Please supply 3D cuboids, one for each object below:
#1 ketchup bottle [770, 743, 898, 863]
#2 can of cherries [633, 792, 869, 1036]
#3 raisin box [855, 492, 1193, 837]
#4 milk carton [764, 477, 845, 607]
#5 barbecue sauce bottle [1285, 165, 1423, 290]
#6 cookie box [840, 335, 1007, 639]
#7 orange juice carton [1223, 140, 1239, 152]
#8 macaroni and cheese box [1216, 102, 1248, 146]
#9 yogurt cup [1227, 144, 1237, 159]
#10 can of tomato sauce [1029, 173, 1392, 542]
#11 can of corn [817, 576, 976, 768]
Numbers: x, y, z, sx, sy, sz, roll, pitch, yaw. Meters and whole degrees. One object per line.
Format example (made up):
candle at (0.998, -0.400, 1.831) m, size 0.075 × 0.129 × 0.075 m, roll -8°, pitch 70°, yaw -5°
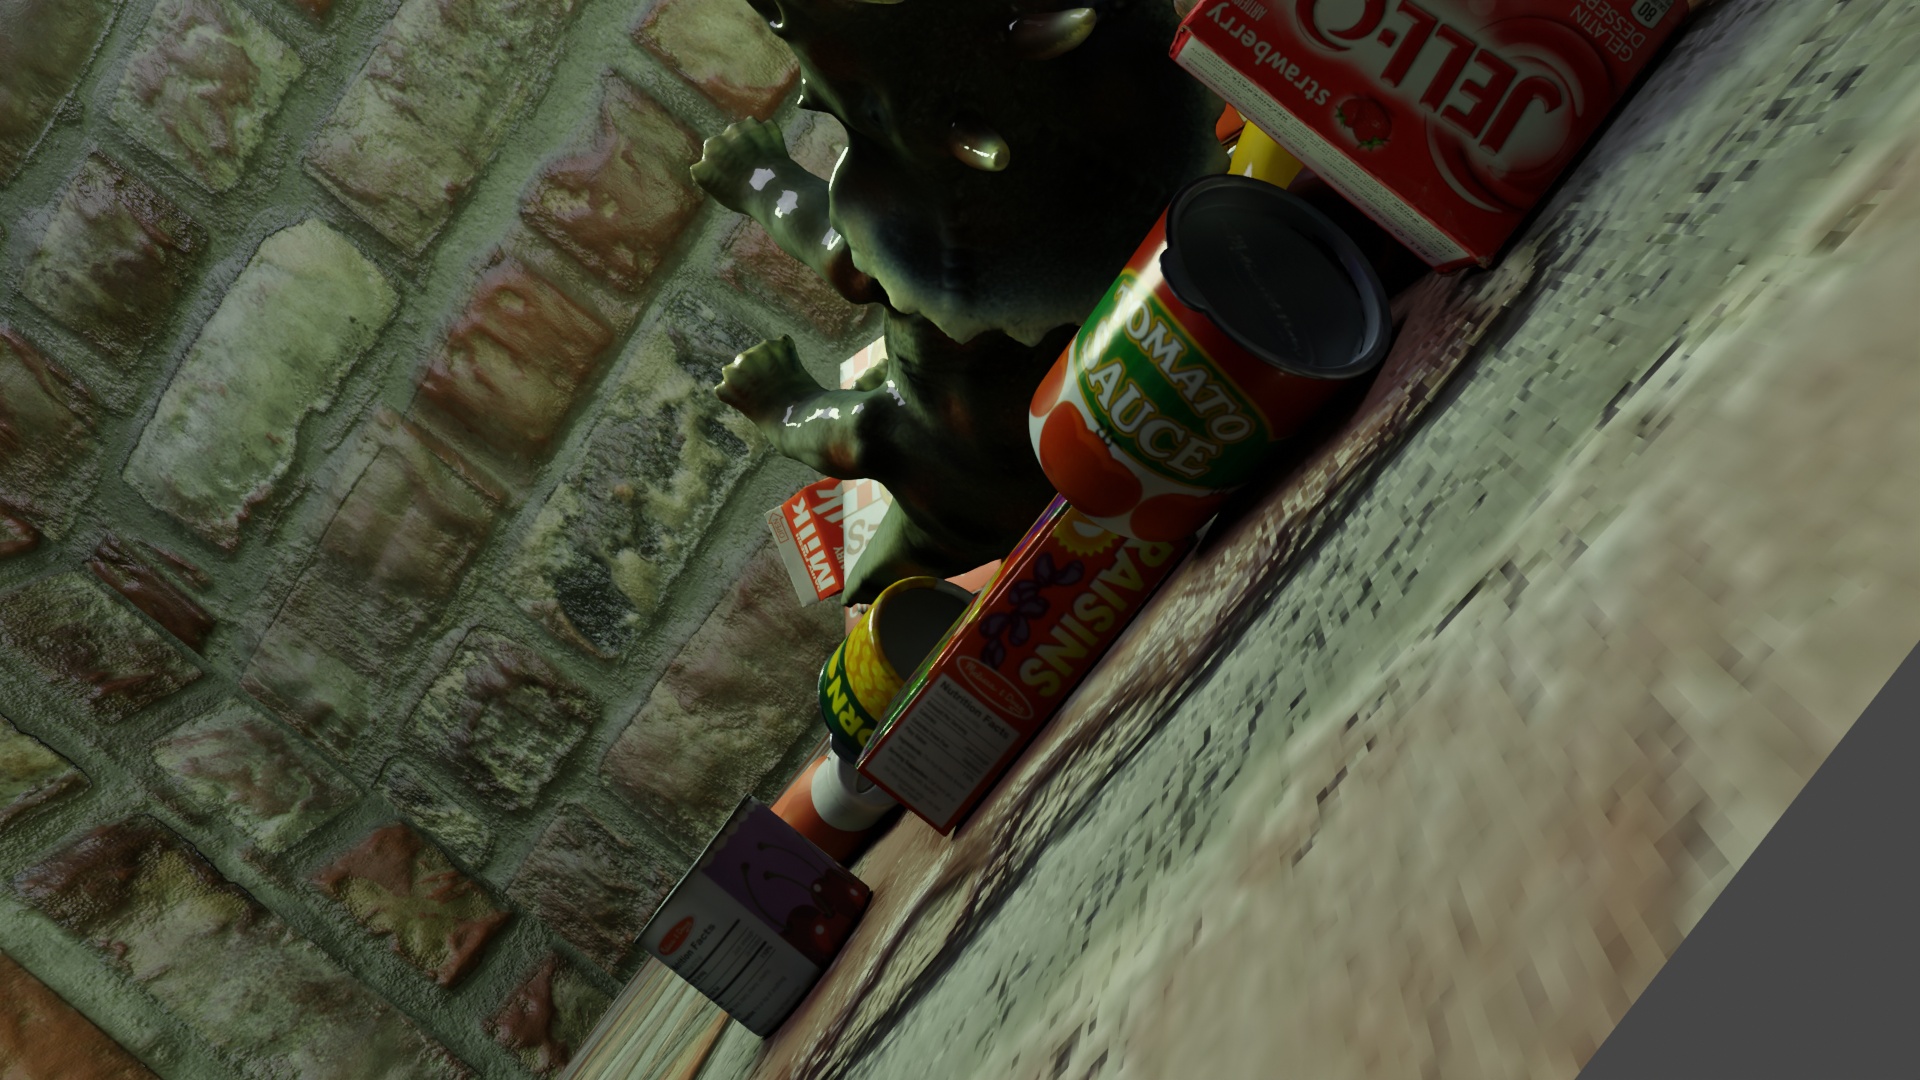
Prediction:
ketchup bottle at (-0.065, 0.131, 0.664) m, size 0.065 × 0.043 × 0.148 m, roll -53°, pitch 1°, yaw -35°
can of cherries at (-0.074, 0.134, 0.506) m, size 0.071 × 0.058 × 0.071 m, roll -53°, pitch 0°, yaw 0°
raisin box at (0.022, 0.028, 0.461) m, size 0.123 × 0.040 × 0.086 m, roll -51°, pitch 0°, yaw 11°
milk carton at (-0.033, -0.022, 0.907) m, size 0.190 × 0.072 × 0.073 m, roll -23°, pitch -3°, yaw 13°
barbecue sauce bottle at (0.154, -0.143, 0.408) m, size 0.149 × 0.043 × 0.065 m, roll -52°, pitch 0°, yaw -8°
cookie box at (-0.010, -0.036, 0.719) m, size 0.122 × 0.040 × 0.168 m, roll -25°, pitch 60°, yaw 44°
orange juice carton at (0.125, -0.200, 0.814) m, size 0.072 × 0.072 × 0.193 m, roll 12°, pitch 34°, yaw 44°
macaroni and cheese box at (0.214, -0.275, 0.756) m, size 0.123 × 0.040 × 0.167 m, roll -27°, pitch 5°, yaw 47°
yogurt cup at (0.183, -0.200, 0.773) m, size 0.054 × 0.072 × 0.072 m, roll -42°, pitch -6°, yaw -37°
can of tomato sauce at (0.064, -0.047, 0.380) m, size 0.071 × 0.071 × 0.082 m, roll -52°, pitch 0°, yaw -40°
can of corn at (-0.021, 0.058, 0.591) m, size 0.071 × 0.071 × 0.058 m, roll -52°, pitch 1°, yaw -44°
